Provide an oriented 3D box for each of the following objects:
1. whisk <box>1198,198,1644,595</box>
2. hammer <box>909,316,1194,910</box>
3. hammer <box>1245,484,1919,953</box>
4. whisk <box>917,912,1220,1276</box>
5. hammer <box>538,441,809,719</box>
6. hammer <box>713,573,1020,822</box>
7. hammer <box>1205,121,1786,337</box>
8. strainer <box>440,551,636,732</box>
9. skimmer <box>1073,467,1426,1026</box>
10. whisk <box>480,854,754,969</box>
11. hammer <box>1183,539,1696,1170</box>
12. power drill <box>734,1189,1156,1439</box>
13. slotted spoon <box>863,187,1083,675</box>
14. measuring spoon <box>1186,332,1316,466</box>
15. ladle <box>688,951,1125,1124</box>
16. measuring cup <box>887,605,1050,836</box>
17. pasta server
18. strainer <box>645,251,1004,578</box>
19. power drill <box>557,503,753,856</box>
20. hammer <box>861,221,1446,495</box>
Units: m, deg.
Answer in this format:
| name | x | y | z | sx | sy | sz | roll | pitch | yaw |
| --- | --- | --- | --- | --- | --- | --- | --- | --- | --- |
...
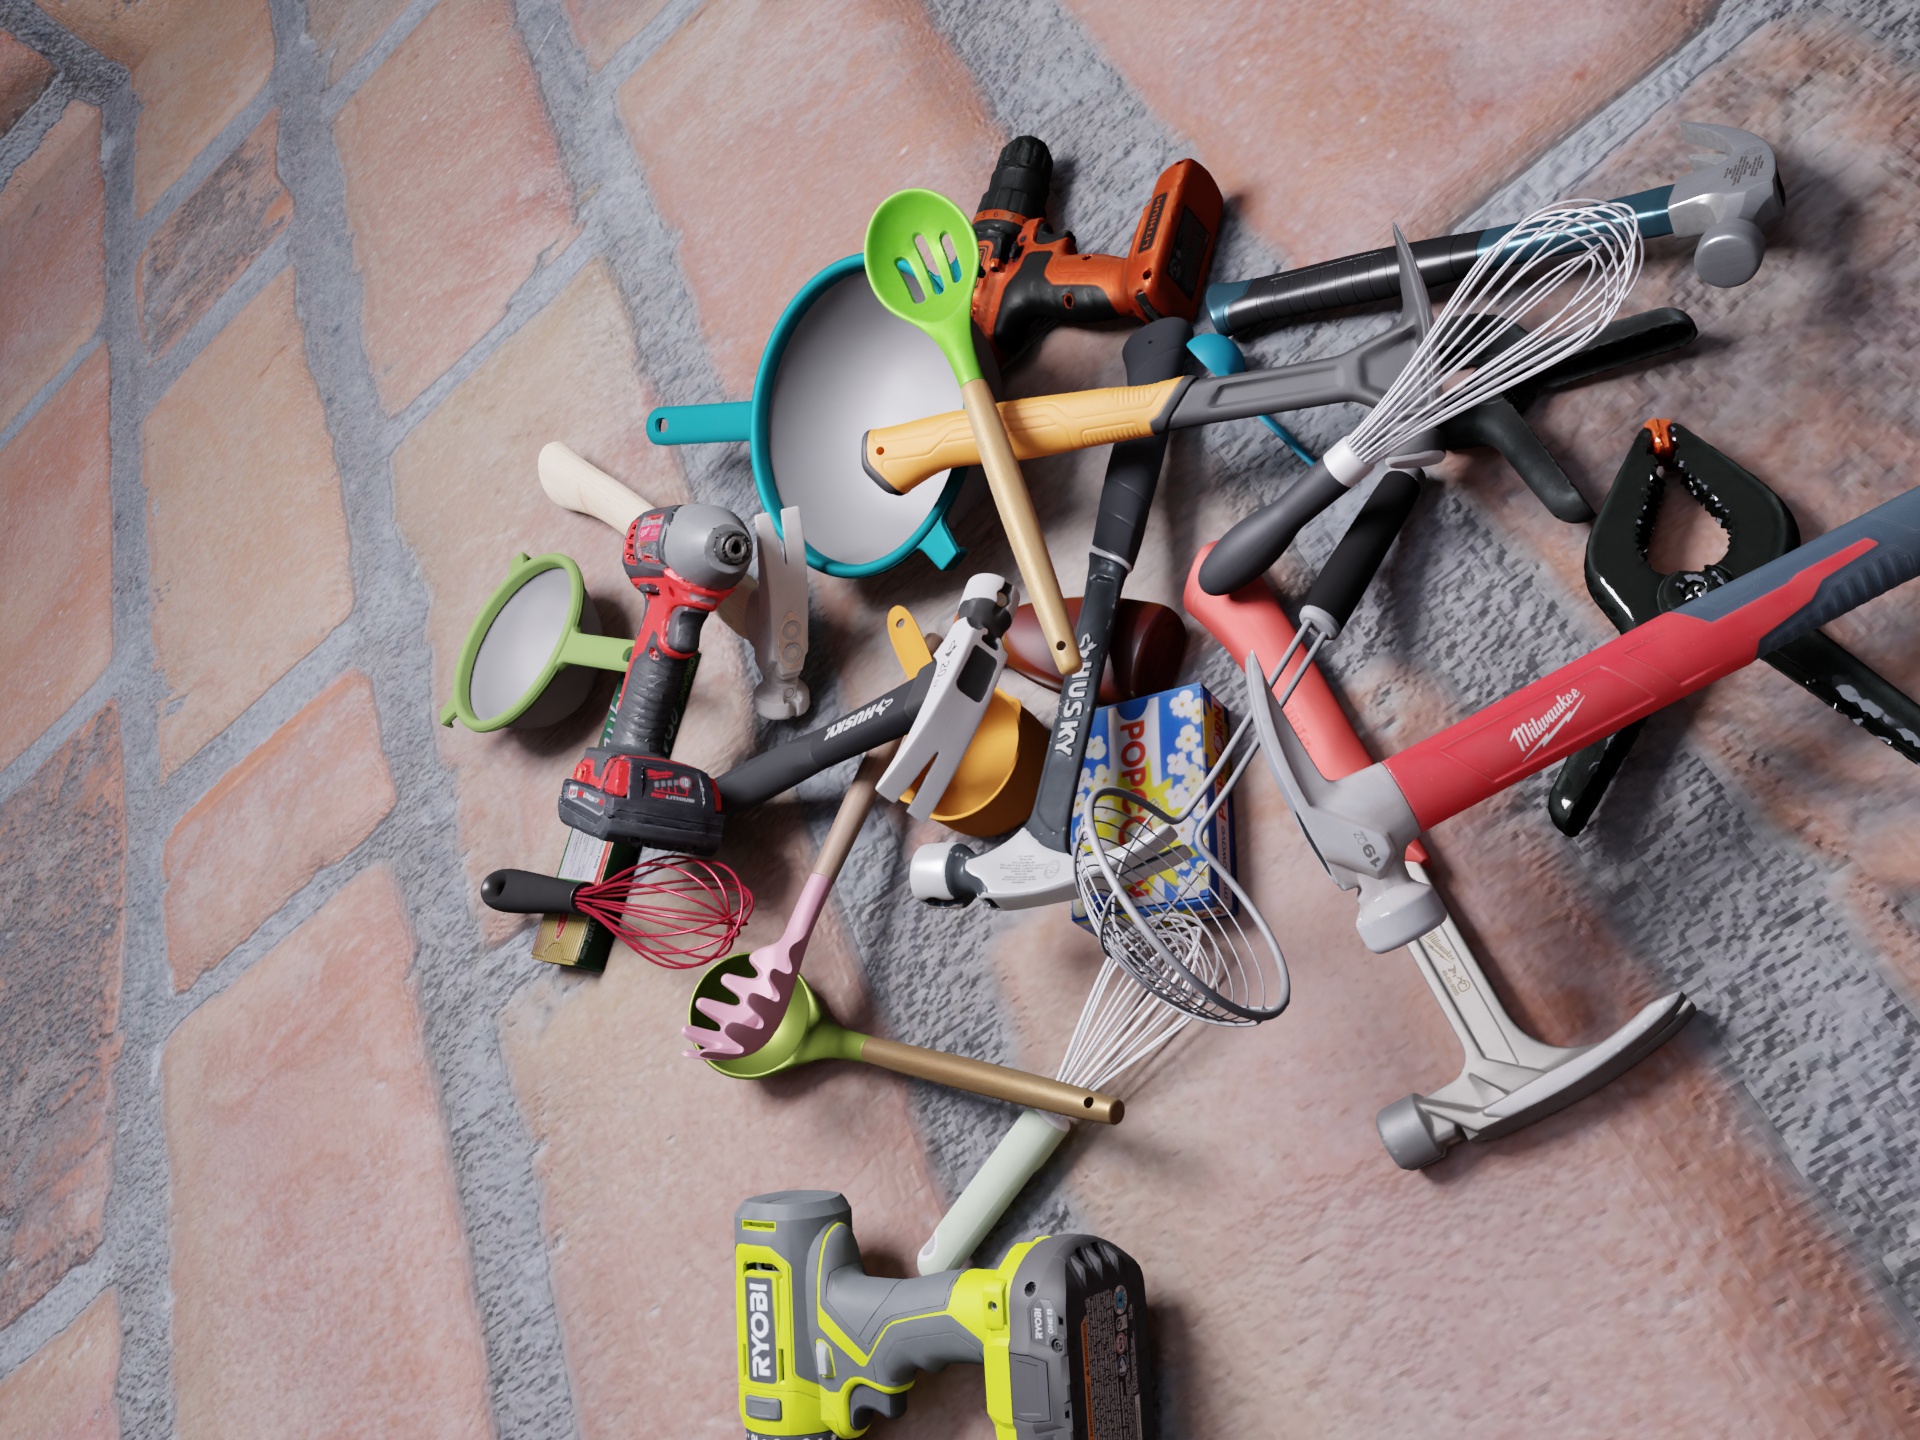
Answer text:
| name | x | y | z | sx | sy | sz | roll | pitch | yaw |
| --- | --- | --- | --- | --- | --- | --- | --- | --- | --- |
| whisk | 0.220 | -0.152 | 0.803 | 0.284 | 0.070 | 0.070 | -42 | 47 | 36 |
| hammer | 0.086 | -0.078 | 0.909 | 0.149 | 0.036 | 0.409 | -5 | 54 | 32 |
| hammer | 0.317 | -0.050 | 0.690 | 0.386 | 0.038 | 0.143 | -28 | 83 | 3 |
| whisk | 0.054 | 0.204 | 0.847 | 0.246 | 0.059 | 0.058 | -54 | 11 | 7 |
| hammer | -0.227 | -0.146 | 1.190 | 0.411 | 0.038 | 0.146 | 35 | 133 | 46 |
| hammer | -0.093 | 0.025 | 0.979 | 0.335 | 0.035 | 0.146 | -24 | 37 | 48 |
| hammer | 0.279 | -0.259 | 0.887 | 0.331 | 0.033 | 0.128 | -1 | 44 | 42 |
| strainer | -0.283 | -0.044 | 1.191 | 0.256 | 0.069 | 0.151 | 8 | 72 | 45 |
| skimmer | 0.167 | -0.013 | 0.770 | 0.363 | 0.127 | 0.090 | -54 | 12 | -28 |
| whisk | -0.239 | 0.121 | 1.057 | 0.296 | 0.073 | 0.073 | -1 | 68 | 44 |
| hammer | 0.210 | 0.036 | 0.814 | 0.149 | 0.036 | 0.359 | -35 | 52 | 18 |
| power drill | -0.021 | 0.341 | 0.802 | 0.228 | 0.080 | 0.191 | -9 | 79 | 35 |
| slotted spoon | 0.013 | -0.167 | 0.903 | 0.070 | 0.031 | 0.314 | -24 | 71 | 17 |
| measuring spoon | 0.181 | -0.193 | 0.948 | 0.021 | 0.042 | 0.129 | -48 | 56 | 18 |
| ladle | -0.041 | 0.184 | 0.887 | 0.320 | 0.062 | 0.078 | 1 | 63 | 46 |
| measuring cup | -0.002 | -0.003 | 0.982 | 0.095 | 0.052 | 0.174 | -39 | 49 | 16 |
| pasta server | -0.079 | 0.069 | 0.966 | 0.060 | 0.040 | 0.316 | -17 | 41 | 52 |
| strainer | -0.086 | -0.205 | 1.109 | 0.340 | 0.095 | 0.211 | 8 | 96 | 44 |
| power drill | -0.185 | -0.031 | 1.015 | 0.143 | 0.078 | 0.220 | 8 | 86 | 59 |
| hammer | 0.098 | -0.184 | 0.905 | 0.337 | 0.034 | 0.127 | -6 | 87 | 22 |
